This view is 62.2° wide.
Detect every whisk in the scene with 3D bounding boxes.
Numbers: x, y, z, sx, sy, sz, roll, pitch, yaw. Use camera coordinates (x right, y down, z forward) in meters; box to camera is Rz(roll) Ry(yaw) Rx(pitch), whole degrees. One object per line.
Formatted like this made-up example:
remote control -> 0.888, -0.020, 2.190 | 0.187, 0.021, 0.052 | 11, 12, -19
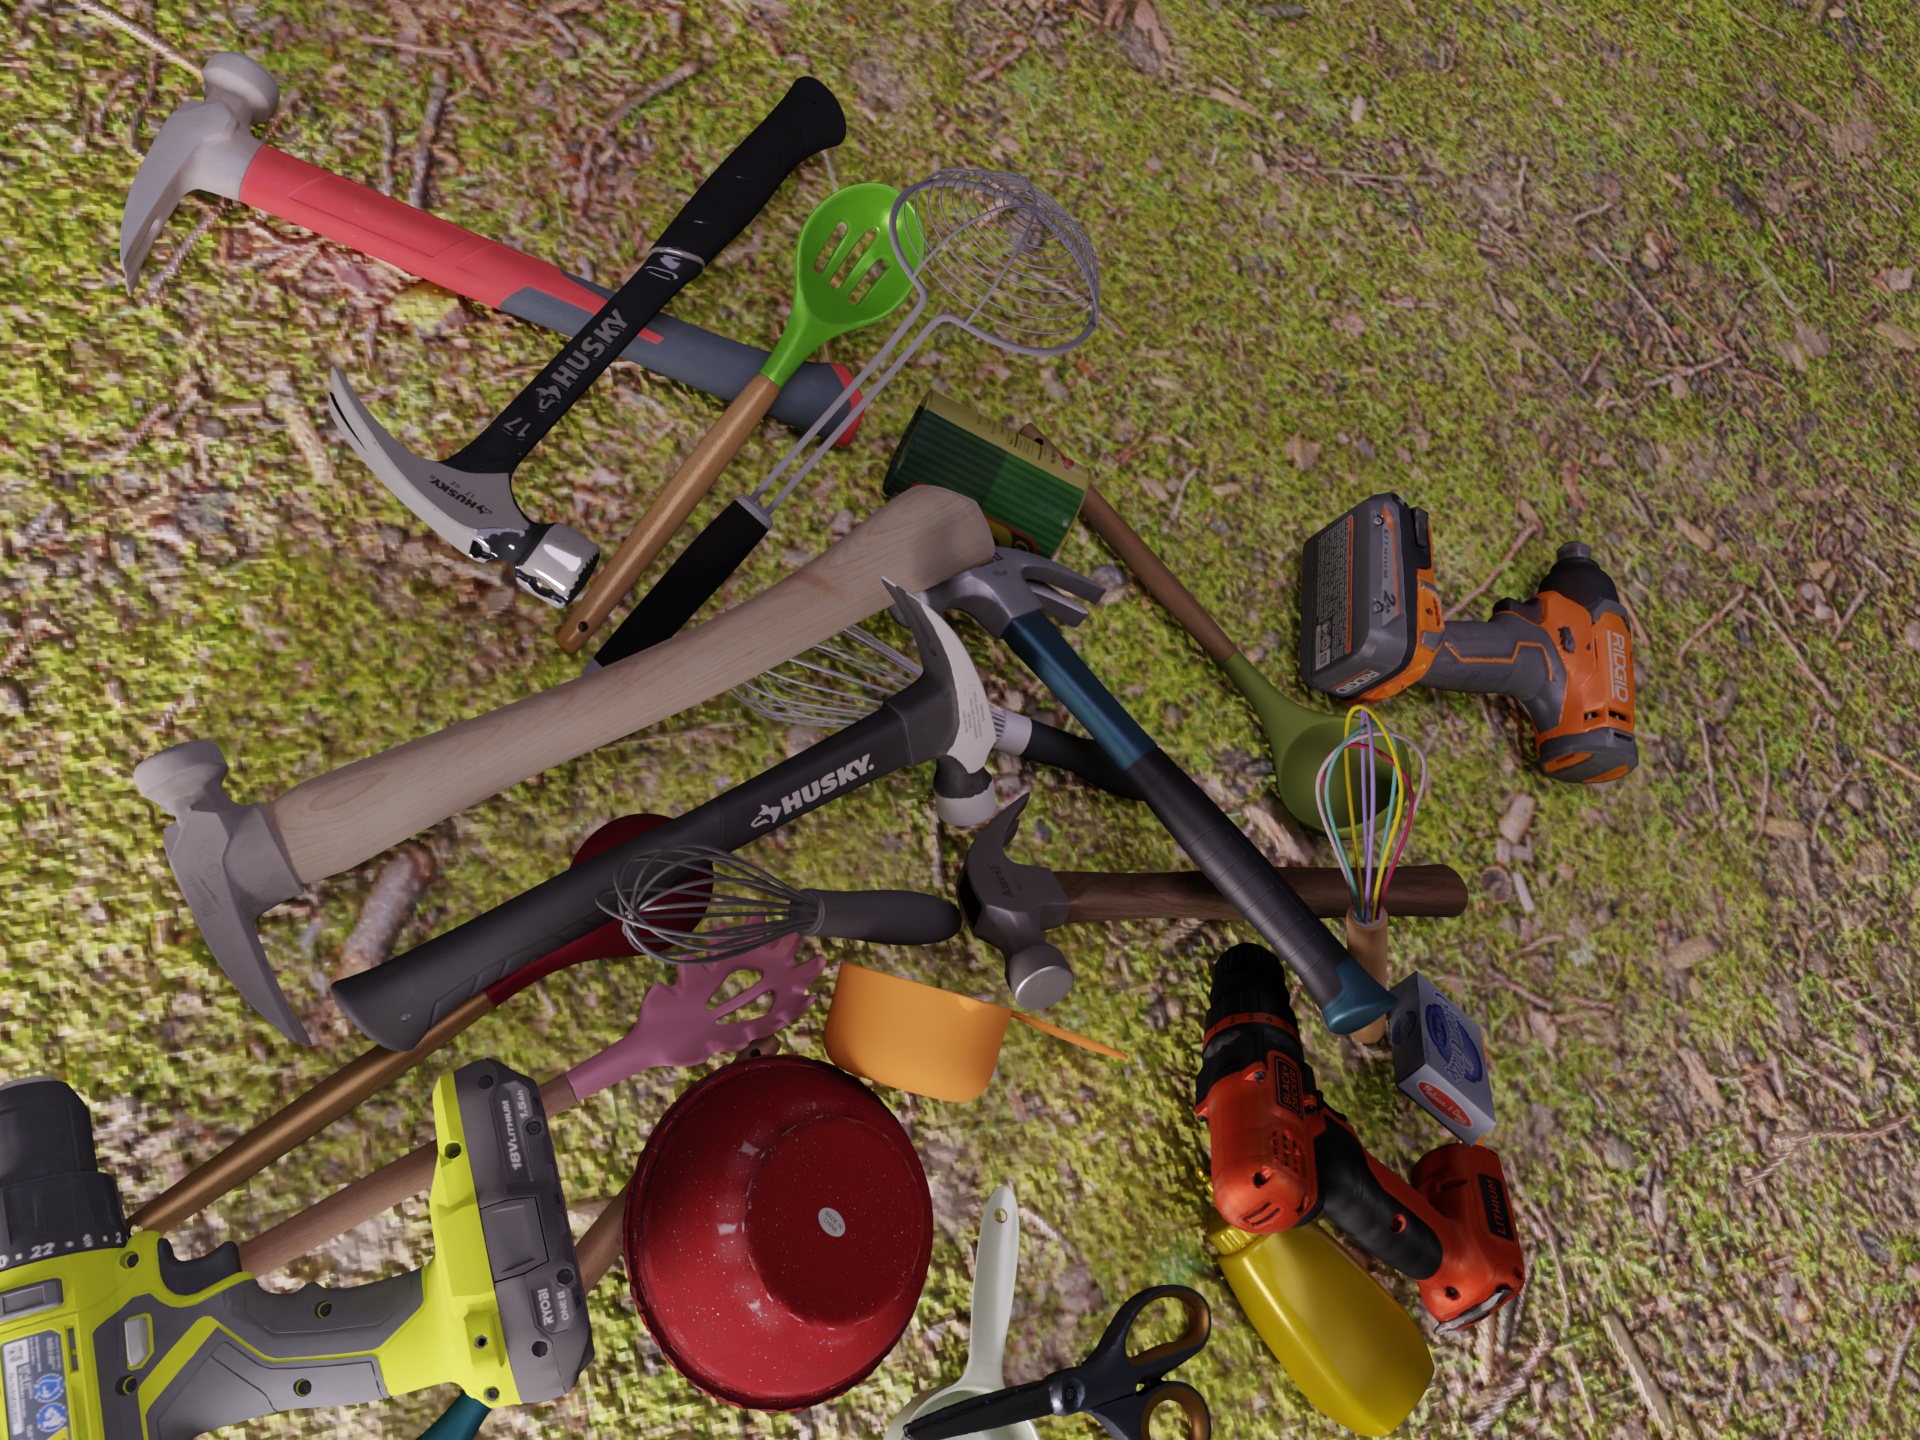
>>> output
whisk -> -0.074, 0.091, 0.753 | 0.238, 0.055, 0.055 | 13, 62, -53
whisk -> 0.214, 0.090, 0.832 | 0.047, 0.244, 0.051 | 25, 52, 36
whisk -> -0.002, -0.002, 0.866 | 0.284, 0.070, 0.070 | 19, 65, -20

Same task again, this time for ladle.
ladle -> 0.143, -0.059, 0.943 | 0.078, 0.062, 0.320 | -41, 85, -4
ladle -> -0.242, 0.140, 0.732 | 0.315, 0.031, 0.069 | -35, 90, -27

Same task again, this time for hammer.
hammer -> -0.238, -0.222, 0.862 | 0.386, 0.038, 0.143 | 21, 66, -13
hammer -> -0.167, -0.237, 0.851 | 0.149, 0.036, 0.409 | 33, 53, -5
hammer -> 0.148, 0.094, 0.878 | 0.331, 0.031, 0.130 | 2, 37, -29
hammer -> 0.104, 0.032, 0.843 | 0.331, 0.033, 0.128 | 49, 40, 14
hammer -> -0.162, -0.001, 0.761 | 0.410, 0.038, 0.146 | -26, 83, -14
hammer -> -0.127, 0.053, 0.742 | 0.335, 0.146, 0.035 | -28, 39, -24

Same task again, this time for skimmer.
skimmer -> -0.066, -0.151, 0.854 | 0.127, 0.090, 0.363 | 42, 87, 1

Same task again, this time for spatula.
spatula -> -0.180, 0.257, 0.701 | 0.082, 0.044, 0.317 | 33, 59, 12

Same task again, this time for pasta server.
pasta server -> -0.203, 0.179, 0.726 | 0.316, 0.040, 0.060 | -26, 70, -26

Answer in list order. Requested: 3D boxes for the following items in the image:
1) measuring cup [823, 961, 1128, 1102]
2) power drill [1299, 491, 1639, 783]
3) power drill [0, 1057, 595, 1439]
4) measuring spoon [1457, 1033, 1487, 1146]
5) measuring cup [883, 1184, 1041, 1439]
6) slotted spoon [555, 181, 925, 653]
measuring cup -> 0.011, 0.168, 0.796 | 0.173, 0.095, 0.052 | 23, 78, -28
power drill -> 0.329, -0.064, 1.006 | 0.226, 0.084, 0.164 | 16, 65, -20
power drill -> -0.276, 0.216, 0.638 | 0.228, 0.080, 0.191 | -12, 70, -16
measuring spoon -> 0.297, 0.232, 0.918 | 0.021, 0.011, 0.117 | 16, 66, -16
measuring cup -> 0.005, 0.309, 0.760 | 0.083, 0.038, 0.168 | 17, 64, -15
slotted spoon -> -0.120, -0.164, 0.858 | 0.070, 0.031, 0.314 | 39, 75, -21
